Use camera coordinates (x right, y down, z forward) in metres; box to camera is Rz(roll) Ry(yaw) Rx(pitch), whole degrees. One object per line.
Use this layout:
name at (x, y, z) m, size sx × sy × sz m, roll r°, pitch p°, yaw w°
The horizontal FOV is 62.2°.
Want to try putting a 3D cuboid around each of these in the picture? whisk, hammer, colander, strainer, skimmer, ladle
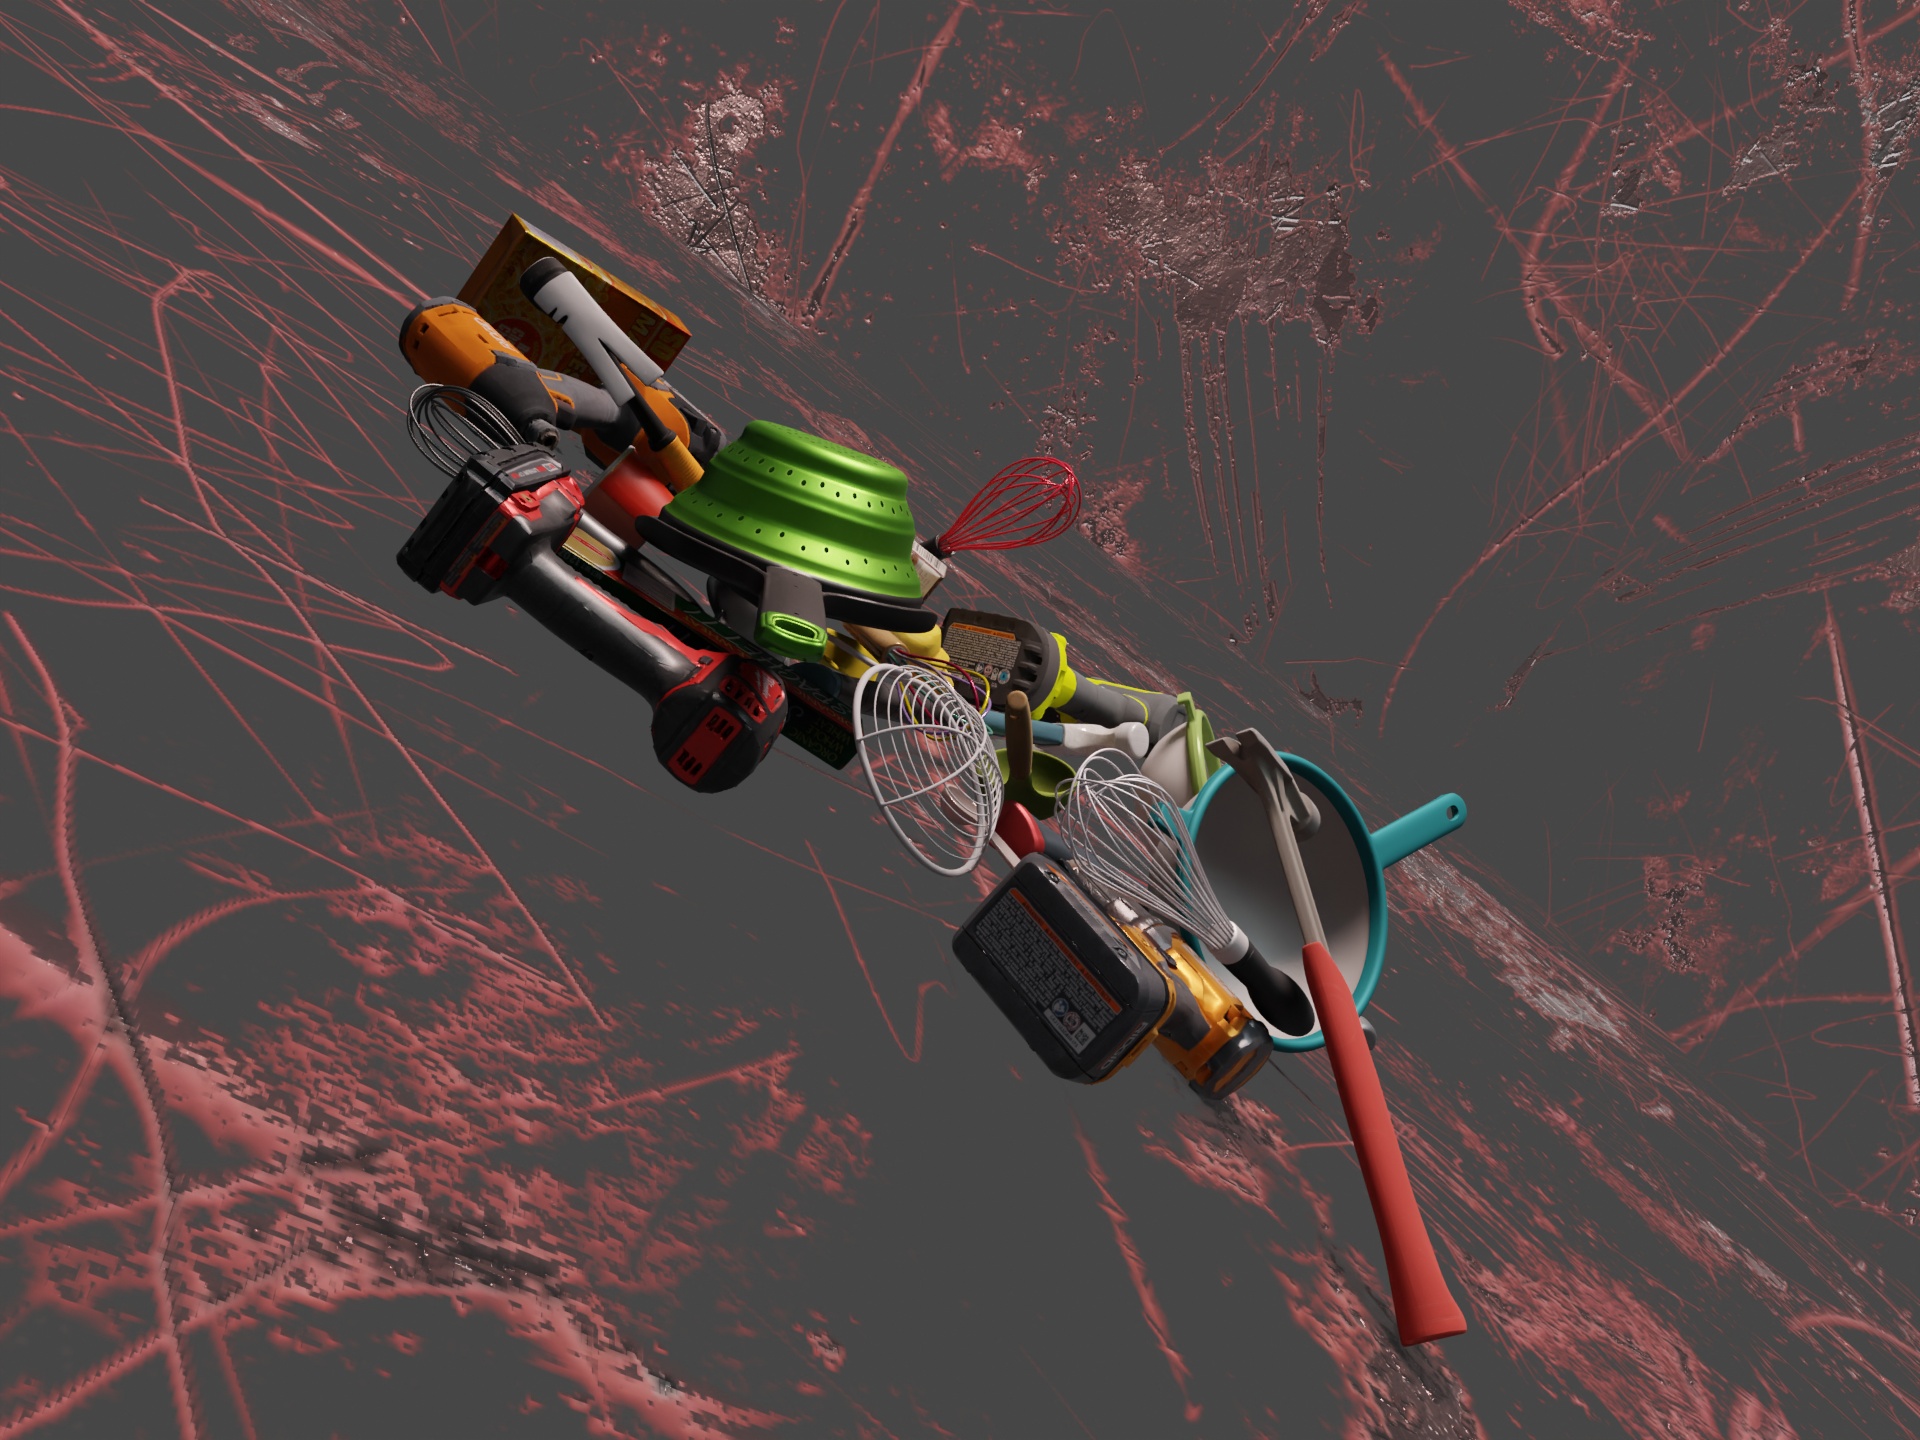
whisk at (0.140, 0.114, 0.927) m, size 0.284 × 0.070 × 0.070 m, roll 47°, pitch 6°, yaw -36°
hammer at (-0.002, -0.004, 1.207) m, size 0.128 × 0.033 × 0.330 m, roll -1°, pitch -9°, yaw 41°
whisk at (-0.001, -0.162, 1.403) m, size 0.073 × 0.296 × 0.073 m, roll 15°, pitch 66°, yaw -38°
hammer at (-0.195, -0.179, 1.114) m, size 0.127 × 0.034 × 0.336 m, roll 48°, pitch -6°, yaw 26°
colander at (-0.090, -0.115, 0.949) m, size 0.204 × 0.094 × 0.397 m, roll 18°, pitch 11°, yaw -10°
strainer at (0.251, 0.116, 1.186) m, size 0.340 × 0.095 × 0.211 m, roll -19°, pitch 91°, yaw -40°
strainer at (-0.134, -0.083, 1.208) m, size 0.087 × 0.050 × 0.258 m, roll 55°, pitch 11°, yaw 0°
skimmer at (-0.095, -0.025, 0.996) m, size 0.364 × 0.090 × 0.127 m, roll 34°, pitch -4°, yaw 46°
hammer at (0.225, 0.181, 0.948) m, size 0.149 × 0.036 × 0.359 m, roll 39°, pitch 35°, yaw -54°
whisk at (-0.034, -0.038, 1.088) m, size 0.051 × 0.047 × 0.245 m, roll 13°, pitch 14°, yaw -26°
strainer at (0.191, 0.085, 1.337) m, size 0.256 × 0.069 × 0.152 m, roll 48°, pitch 34°, yaw -67°
hammer at (0.166, 0.149, 1.237) m, size 0.386 × 0.038 × 0.143 m, roll 31°, pitch 14°, yaw -30°
whisk at (-0.258, -0.131, 1.032) m, size 0.239 × 0.055 × 0.055 m, roll 40°, pitch 13°, yaw -14°
ladle at (0.043, 0.016, 1.089) m, size 0.078 × 0.062 × 0.320 m, roll 12°, pitch -13°, yaw 6°

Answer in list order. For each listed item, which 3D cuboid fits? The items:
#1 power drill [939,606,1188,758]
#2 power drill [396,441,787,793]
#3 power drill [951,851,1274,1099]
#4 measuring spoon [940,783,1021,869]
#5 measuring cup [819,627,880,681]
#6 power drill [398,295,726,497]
power drill at (0.077, -0.028, 1.435) m, size 0.191 × 0.080 × 0.228 m, roll 15°, pitch -5°, yaw 44°
power drill at (-0.191, -0.055, 0.895) m, size 0.219 × 0.078 × 0.143 m, roll 40°, pitch 13°, yaw -5°
power drill at (0.084, 0.142, 0.961) m, size 0.185 × 0.084 × 0.226 m, roll 47°, pitch 11°, yaw 30°
measuring spoon at (0.026, 0.095, 1.106) m, size 0.124 × 0.018 × 0.034 m, roll 49°, pitch 16°, yaw 14°
measuring cup at (-0.092, -0.053, 1.157) m, size 0.062 × 0.029 × 0.156 m, roll 24°, pitch -2°, yaw 7°
power drill at (-0.285, -0.226, 1.183) m, size 0.164 × 0.084 × 0.226 m, roll 43°, pitch 18°, yaw 31°
